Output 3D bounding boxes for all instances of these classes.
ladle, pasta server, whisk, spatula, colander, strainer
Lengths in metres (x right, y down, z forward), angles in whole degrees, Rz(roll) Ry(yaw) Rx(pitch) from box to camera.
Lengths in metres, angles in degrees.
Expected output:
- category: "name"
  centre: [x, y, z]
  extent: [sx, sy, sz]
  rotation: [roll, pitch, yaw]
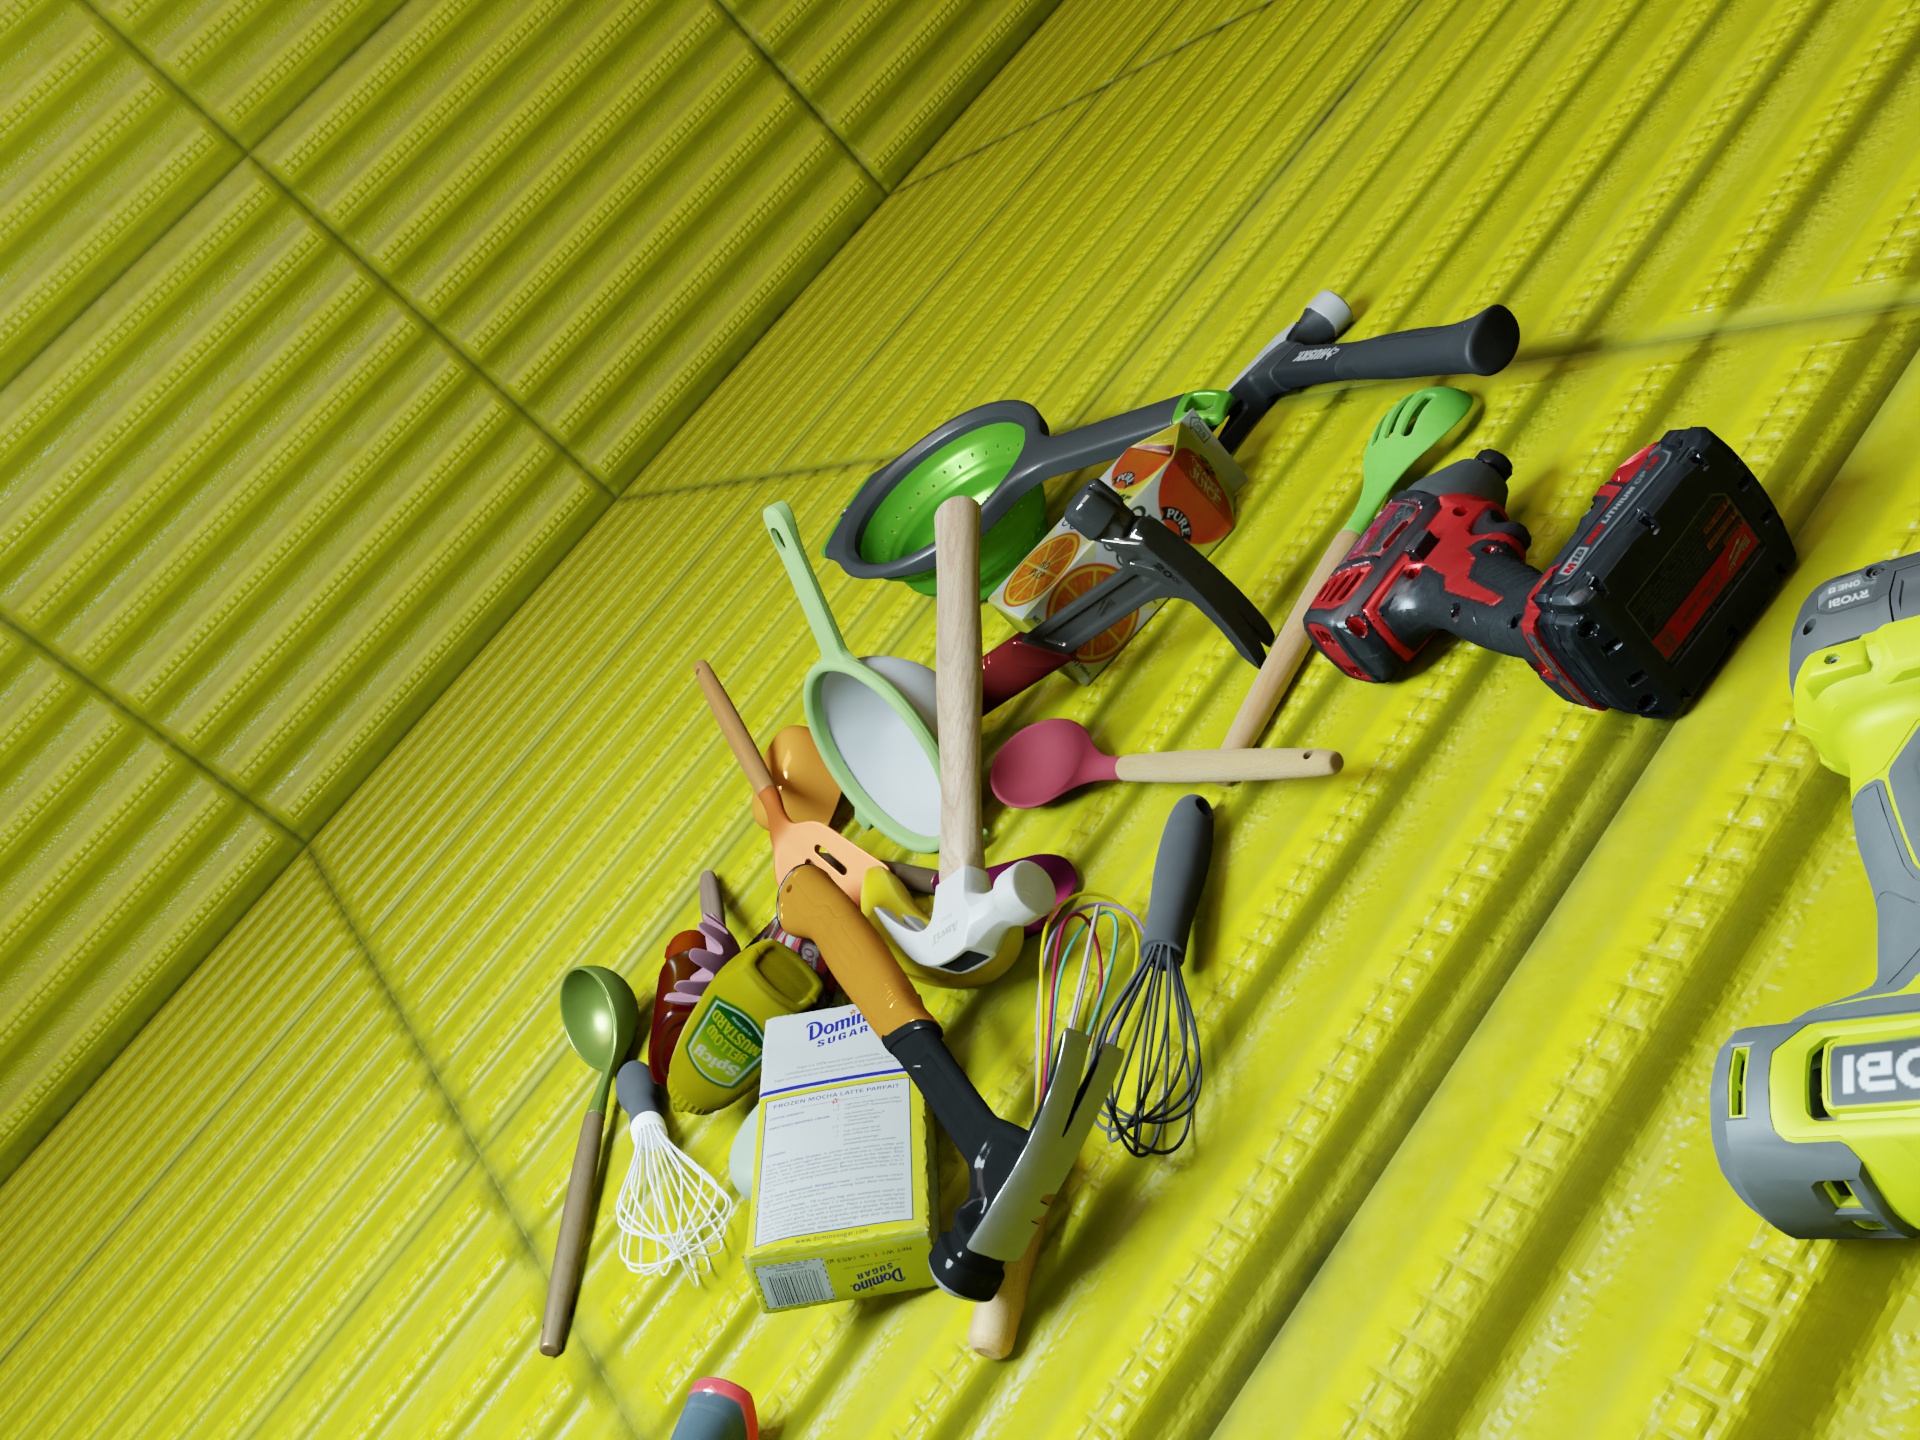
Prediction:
- category: "ladle"
  centre: [0.109, 0.025, 0.907]
  extent: [0.069, 0.031, 0.315]
  rotation: [-58, 22, -17]
- category: "pasta server"
  centre: [-0.185, 0.145, 1.153]
  extent: [0.060, 0.040, 0.316]
  rotation: [-65, 12, 2]
- category: "whisk"
  centre: [-0.193, 0.274, 1.006]
  extent: [0.070, 0.070, 0.285]
  rotation: [-48, 18, -5]
- category: "spatula"
  centre: [-0.141, 0.044, 1.167]
  extent: [0.081, 0.041, 0.323]
  rotation: [-55, 38, 16]
- category: "whisk"
  centre: [0.041, 0.184, 0.770]
  extent: [0.051, 0.047, 0.245]
  rotation: [-22, 36, 41]
- category: "colander"
  centre: [0.063, -0.173, 1.259]
  extent: [0.397, 0.094, 0.205]
  rotation: [-10, 42, 43]
- category: "strainer"
  centre: [-0.054, -0.036, 1.057]
  extent: [0.069, 0.256, 0.151]
  rotation: [-33, 20, -29]
- category: "whisk"
  centre: [0.102, 0.115, 0.782]
  extent: [0.055, 0.055, 0.239]
  rotation: [-29, 24, 33]
- category: "ladle"
  centre: [-0.268, 0.292, 1.096]
  extent: [0.320, 0.062, 0.078]
  rotation: [-95, 24, -56]

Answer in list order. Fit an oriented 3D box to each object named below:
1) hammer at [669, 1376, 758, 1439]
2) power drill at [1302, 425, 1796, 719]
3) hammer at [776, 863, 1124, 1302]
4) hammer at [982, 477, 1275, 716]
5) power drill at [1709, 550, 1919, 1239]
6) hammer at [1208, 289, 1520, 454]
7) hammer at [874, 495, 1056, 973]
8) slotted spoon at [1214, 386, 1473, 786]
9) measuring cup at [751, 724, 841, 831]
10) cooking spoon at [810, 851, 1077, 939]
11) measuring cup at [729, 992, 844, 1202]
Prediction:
- category: "hammer"
  centre: [-0.179, 0.436, 0.629]
  extent: [0.038, 0.143, 0.387]
  rotation: [-24, 27, 35]
- category: "power drill"
  centre: [0.273, -0.078, 0.771]
  extent: [0.143, 0.078, 0.220]
  rotation: [-49, 21, -9]
- category: "hammer"
  centre: [-0.030, 0.145, 0.821]
  extent: [0.127, 0.034, 0.337]
  rotation: [-62, 28, 6]
- category: "hammer"
  centre: [0.044, -0.031, 1.064]
  extent: [0.359, 0.149, 0.037]
  rotation: [-34, 21, 53]
- category: "power drill"
  centre: [0.333, 0.044, 0.471]
  extent: [0.190, 0.080, 0.229]
  rotation: [-21, 36, 45]
- category: "hammer"
  centre: [0.259, -0.231, 1.036]
  extent: [0.146, 0.035, 0.335]
  rotation: [-46, 15, -1]
- category: "hammer"
  centre: [-0.002, -0.003, 0.948]
  extent: [0.130, 0.031, 0.332]
  rotation: [-40, 39, 41]
- category: "slotted spoon"
  centre: [0.220, -0.089, 0.935]
  extent: [0.070, 0.031, 0.314]
  rotation: [-9, 44, 59]
- category: "measuring cup"
  centre: [-0.108, 0.017, 1.196]
  extent: [0.095, 0.052, 0.173]
  rotation: [-94, 27, -51]
- category: "cooking spoon"
  centre: [-0.026, 0.104, 1.040]
  extent: [0.069, 0.017, 0.319]
  rotation: [-56, 26, -19]
- category: "measuring cup"
  centre: [-0.096, 0.216, 0.947]
  extent: [0.083, 0.038, 0.168]
  rotation: [-34, 27, 26]
